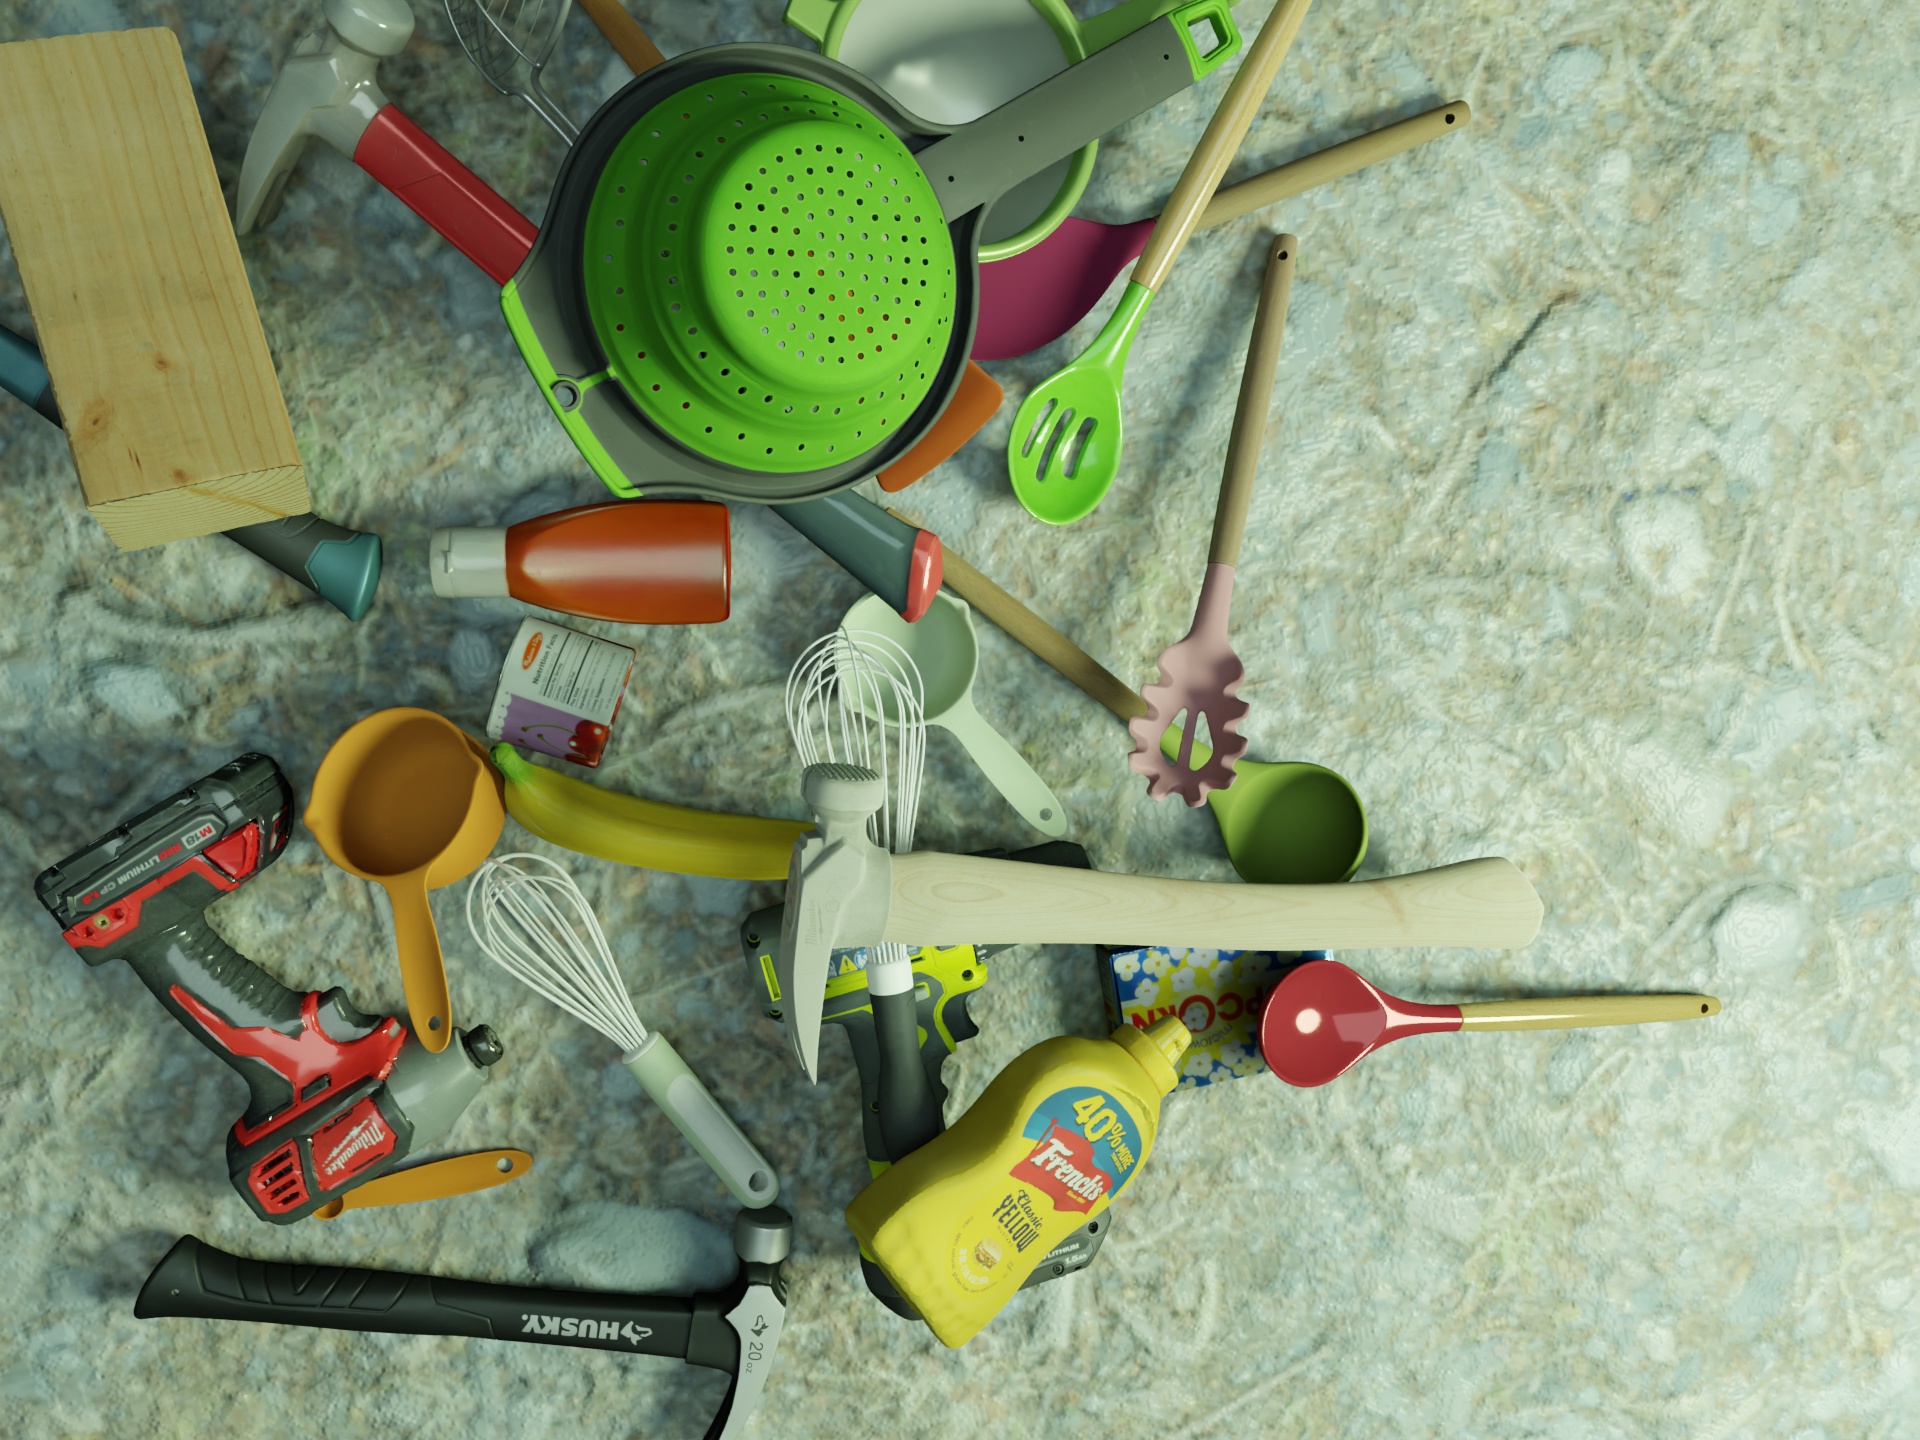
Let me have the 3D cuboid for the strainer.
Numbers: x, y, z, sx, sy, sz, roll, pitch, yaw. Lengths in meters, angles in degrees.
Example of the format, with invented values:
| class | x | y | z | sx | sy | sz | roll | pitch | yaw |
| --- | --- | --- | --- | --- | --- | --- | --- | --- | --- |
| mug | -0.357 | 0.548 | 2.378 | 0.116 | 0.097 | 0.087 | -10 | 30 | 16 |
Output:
| class | x | y | z | sx | sy | sz | roll | pitch | yaw |
| --- | --- | --- | --- | --- | --- | --- | --- | --- | --- |
| strainer | 0.033 | -0.329 | 0.814 | 0.256 | 0.069 | 0.151 | -31 | 108 | -19 |

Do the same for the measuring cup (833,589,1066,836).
| class | x | y | z | sx | sy | sz | roll | pitch | yaw |
| --- | --- | --- | --- | --- | --- | --- | --- | --- | --- |
| measuring cup | -0.001 | -0.003 | 0.853 | 0.083 | 0.038 | 0.167 | -42 | 102 | -2 |

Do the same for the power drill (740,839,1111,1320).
| class | x | y | z | sx | sy | sz | roll | pitch | yaw |
| --- | --- | --- | --- | --- | --- | --- | --- | --- | --- |
| power drill | 0.002 | 0.183 | 0.854 | 0.190 | 0.080 | 0.228 | -16 | 95 | -5 |

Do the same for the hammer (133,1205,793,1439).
| class | x | y | z | sx | sy | sz | roll | pitch | yaw |
| --- | --- | --- | --- | --- | --- | --- | --- | --- | --- |
| hammer | -0.264 | 0.321 | 0.853 | 0.334 | 0.035 | 0.146 | 8 | 94 | -8 |

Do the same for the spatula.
| class | x | y | z | sx | sy | sz | roll | pitch | yaw |
| --- | --- | --- | --- | --- | --- | --- | --- | --- | --- |
| spatula | -0.104 | -0.264 | 0.808 | 0.081 | 0.041 | 0.322 | -38 | 98 | 14 |

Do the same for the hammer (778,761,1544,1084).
| class | x | y | z | sx | sy | sz | roll | pitch | yaw |
| --- | --- | --- | --- | --- | --- | --- | --- | --- | --- |
| hammer | 0.113 | 0.105 | 0.794 | 0.410 | 0.038 | 0.146 | 4 | 100 | -20 |

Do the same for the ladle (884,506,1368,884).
| class | x | y | z | sx | sy | sz | roll | pitch | yaw |
| --- | --- | --- | --- | --- | --- | --- | --- | --- | --- |
| ladle | 0.086 | -0.013 | 0.855 | 0.320 | 0.062 | 0.078 | 37 | 88 | -7 |

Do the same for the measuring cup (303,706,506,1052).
| class | x | y | z | sx | sy | sz | roll | pitch | yaw |
| --- | --- | --- | --- | --- | --- | --- | --- | --- | --- |
| measuring cup | -0.263 | 0.081 | 0.789 | 0.095 | 0.052 | 0.174 | -17 | 73 | 5 |

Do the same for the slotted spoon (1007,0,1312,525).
| class | x | y | z | sx | sy | sz | roll | pitch | yaw |
| --- | --- | --- | --- | --- | --- | --- | --- | --- | --- |
| slotted spoon | 0.108 | -0.247 | 0.824 | 0.070 | 0.031 | 0.313 | 22 | 102 | -30 |

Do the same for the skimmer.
| class | x | y | z | sx | sy | sz | roll | pitch | yaw |
| --- | --- | --- | --- | --- | --- | --- | --- | --- | --- |
| skimmer | -0.138 | -0.259 | 0.791 | 0.090 | 0.127 | 0.363 | -46 | 114 | -29 |

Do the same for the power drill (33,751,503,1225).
| class | x | y | z | sx | sy | sz | roll | pitch | yaw |
| --- | --- | --- | --- | --- | --- | --- | --- | --- | --- |
| power drill | -0.341 | 0.134 | 0.804 | 0.143 | 0.078 | 0.219 | -30 | 102 | -3 |

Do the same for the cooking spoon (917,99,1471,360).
| class | x | y | z | sx | sy | sz | roll | pitch | yaw |
| --- | --- | --- | --- | --- | --- | --- | --- | --- | --- |
| cooking spoon | 0.128 | -0.270 | 0.850 | 0.319 | 0.017 | 0.068 | -22 | 103 | -4 |

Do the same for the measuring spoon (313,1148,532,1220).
| class | x | y | z | sx | sy | sz | roll | pitch | yaw |
| --- | --- | --- | --- | --- | --- | --- | --- | --- | --- |
| measuring spoon | -0.290 | 0.248 | 0.856 | 0.117 | 0.011 | 0.021 | -10 | 96 | -10 |

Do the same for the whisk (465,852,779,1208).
| class | x | y | z | sx | sy | sz | roll | pitch | yaw |
| --- | --- | --- | --- | --- | --- | --- | --- | --- | --- |
| whisk | -0.174 | 0.167 | 0.845 | 0.058 | 0.059 | 0.246 | -44 | 106 | -29 |

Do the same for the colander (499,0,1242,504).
| class | x | y | z | sx | sy | sz | roll | pitch | yaw |
| --- | --- | --- | --- | --- | --- | --- | --- | --- | --- |
| colander | -0.007 | -0.241 | 0.717 | 0.397 | 0.094 | 0.204 | -35 | 109 | -16 |

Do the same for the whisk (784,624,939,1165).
| class | x | y | z | sx | sy | sz | roll | pitch | yaw |
| --- | --- | --- | --- | --- | --- | --- | --- | --- | --- |
| whisk | -0.039 | 0.094 | 0.784 | 0.070 | 0.070 | 0.284 | -8 | 97 | -7 |

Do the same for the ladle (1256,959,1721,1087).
| class | x | y | z | sx | sy | sz | roll | pitch | yaw |
| --- | --- | --- | --- | --- | --- | --- | --- | --- | --- |
| ladle | 0.300 | 0.165 | 0.893 | 0.315 | 0.031 | 0.069 | 2 | 94 | -19 |

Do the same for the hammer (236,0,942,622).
| class | x | y | z | sx | sy | sz | roll | pitch | yaw |
| --- | --- | --- | --- | --- | --- | --- | --- | --- | --- |
| hammer | -0.171 | -0.172 | 0.779 | 0.386 | 0.038 | 0.143 | 40 | 124 | -11 |

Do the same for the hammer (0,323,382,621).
| class | x | y | z | sx | sy | sz | roll | pitch | yaw |
| --- | --- | --- | --- | --- | --- | --- | --- | --- | --- |
| hammer | -0.432 | -0.156 | 0.780 | 0.331 | 0.033 | 0.128 | 33 | 90 | -10 |

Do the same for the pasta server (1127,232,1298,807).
| class | x | y | z | sx | sy | sz | roll | pitch | yaw |
| --- | --- | --- | --- | --- | --- | --- | --- | --- | --- |
| pasta server | 0.143 | -0.109 | 0.834 | 0.060 | 0.040 | 0.316 | 11 | 83 | 8 |
